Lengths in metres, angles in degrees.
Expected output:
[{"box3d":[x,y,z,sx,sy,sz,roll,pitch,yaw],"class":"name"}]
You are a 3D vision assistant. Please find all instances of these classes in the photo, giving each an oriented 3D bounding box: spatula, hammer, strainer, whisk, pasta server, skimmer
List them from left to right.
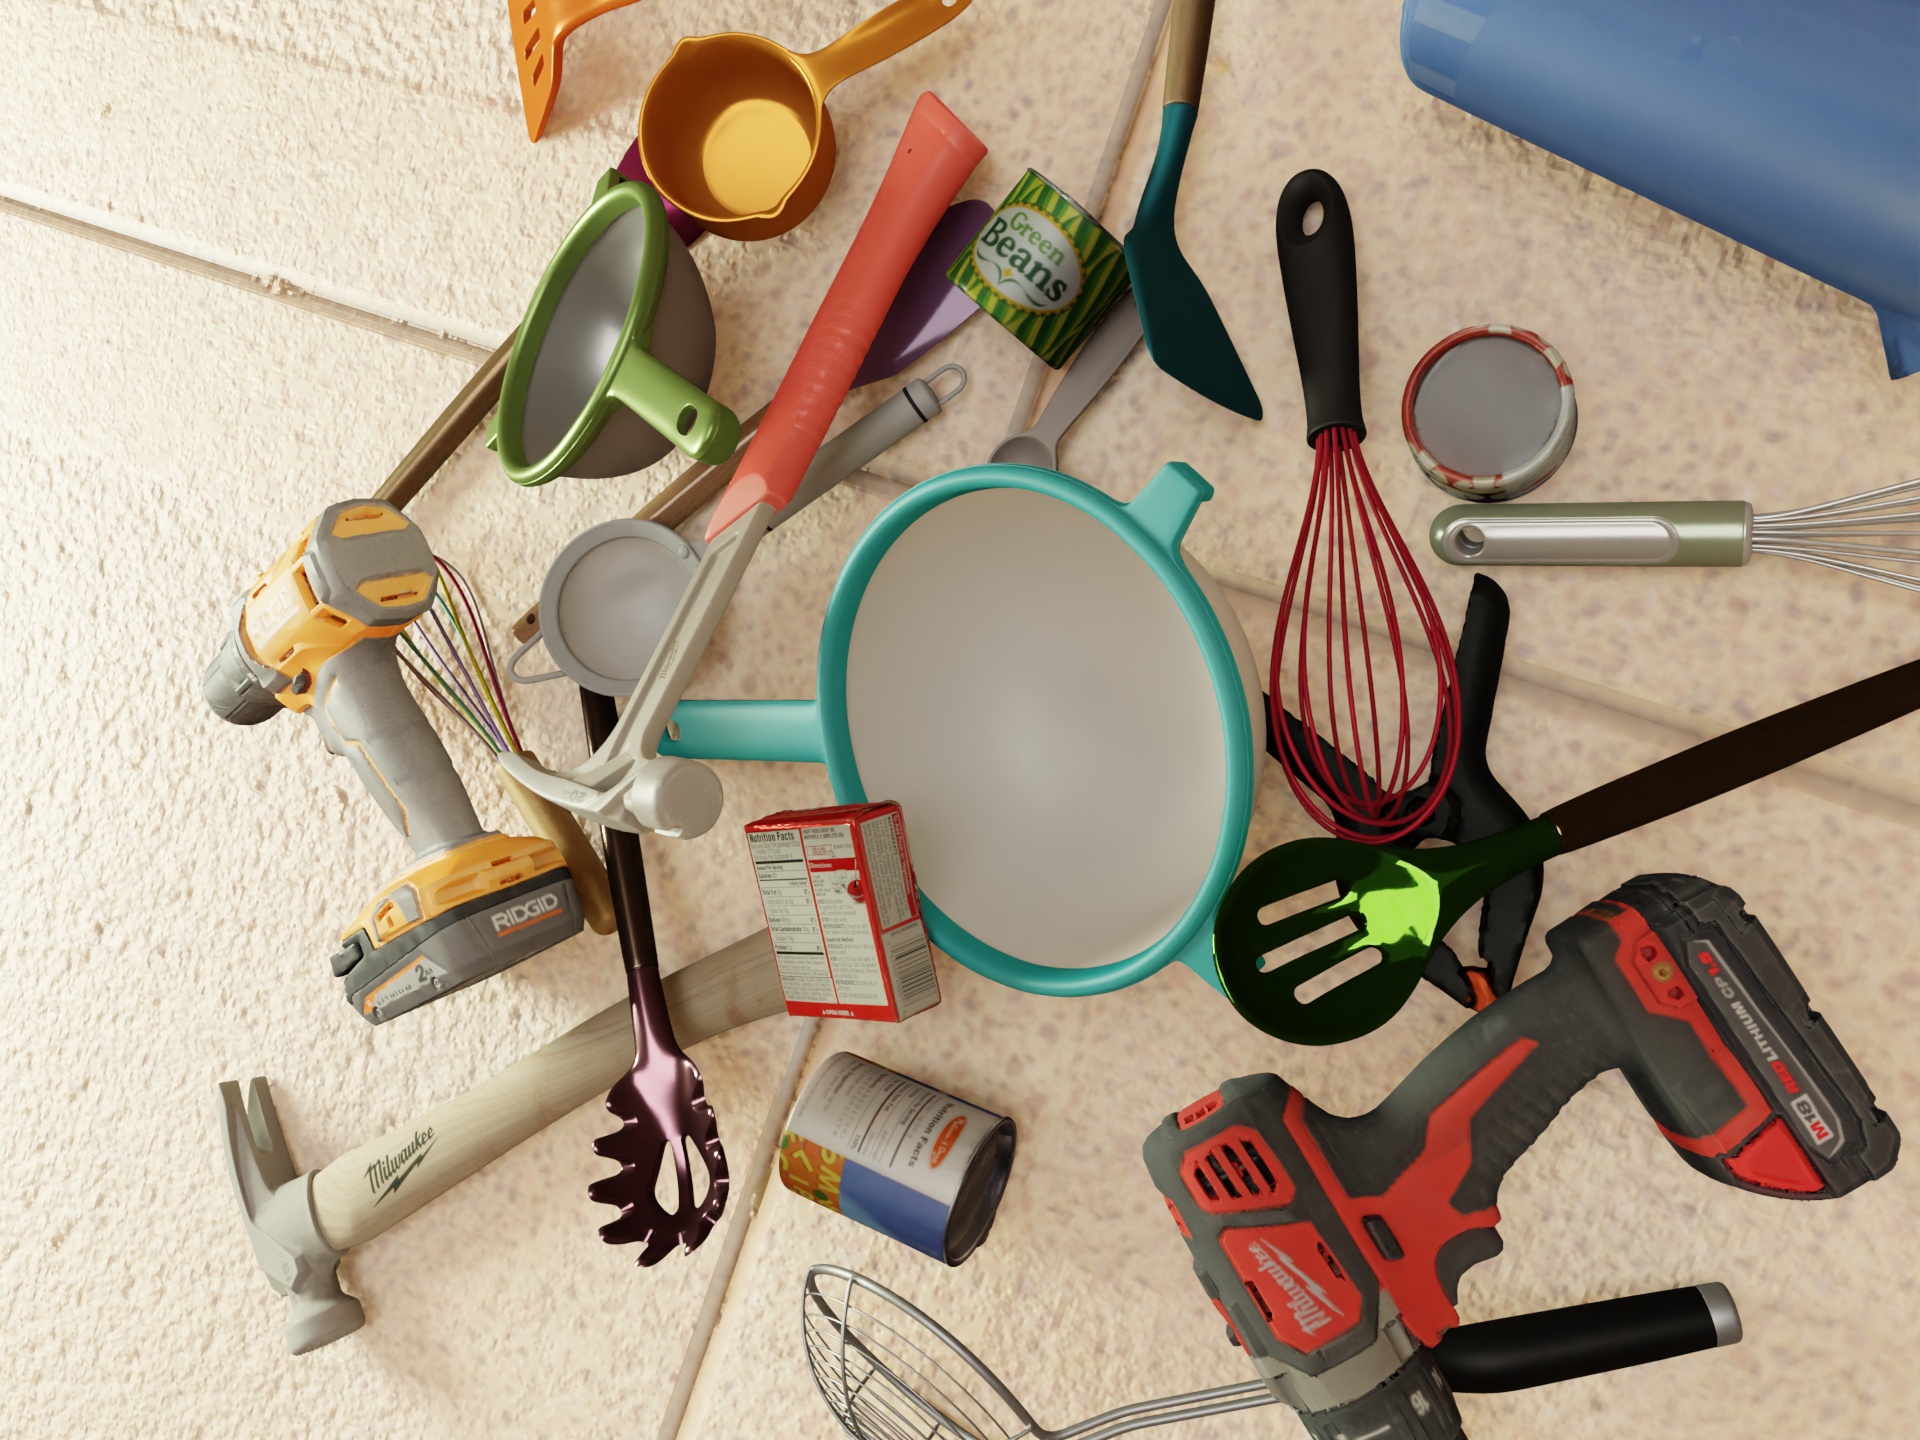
[{"box3d":[-0.235,0.002,0.800,0.047,0.051,0.245,-37,77,10],"class":"whisk"},{"box3d":[-0.198,0.166,0.778,0.410,0.038,0.146,-30,75,17],"class":"hammer"},{"box3d":[-0.154,0.088,0.733,0.060,0.040,0.316,-17,67,7],"class":"pasta server"},{"box3d":[-0.132,-0.151,0.714,0.257,0.069,0.151,41,106,52],"class":"strainer"},{"box3d":[-0.122,-0.341,0.719,0.323,0.041,0.081,-1,100,40],"class":"spatula"},{"box3d":[-0.103,-0.090,0.756,0.258,0.050,0.087,-33,81,11],"class":"strainer"},{"box3d":[-0.103,-0.137,0.769,0.316,0.018,0.060,-38,71,14],"class":"spatula"},{"box3d":[-0.084,-0.119,0.702,0.149,0.036,0.359,9,71,51],"class":"hammer"},{"box3d":[-0.001,-0.002,0.691,0.340,0.095,0.211,0,102,42],"class":"strainer"},{"box3d":[0.107,-0.287,0.681,0.044,0.082,0.317,1,82,44],"class":"spatula"},{"box3d":[0.111,0.242,0.639,0.363,0.127,0.090,-14,38,9],"class":"skimmer"},{"box3d":[0.149,-0.094,0.624,0.073,0.073,0.296,-9,68,21],"class":"whisk"},{"box3d":[0.301,-0.069,0.591,0.246,0.059,0.057,3,115,26],"class":"whisk"}]

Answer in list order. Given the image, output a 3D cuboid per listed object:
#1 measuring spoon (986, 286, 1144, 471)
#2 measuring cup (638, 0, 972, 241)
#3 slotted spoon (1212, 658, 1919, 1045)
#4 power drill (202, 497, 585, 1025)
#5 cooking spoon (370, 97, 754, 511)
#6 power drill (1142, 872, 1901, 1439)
[{"box3d":[0.056,-0.146,0.712,0.034,0.018,0.124,38,93,26],"class":"measuring spoon"},{"box3d":[-0.066,-0.293,0.750,0.173,0.052,0.095,-29,86,6],"class":"measuring cup"},{"box3d":[0.231,0.033,0.560,0.314,0.031,0.070,-22,79,-6],"class":"slotted spoon"},{"box3d":[-0.291,0.029,0.777,0.185,0.084,0.226,-27,86,40],"class":"power drill"},{"box3d":[-0.222,-0.198,0.820,0.319,0.017,0.069,-45,72,12],"class":"cooking spoon"},{"box3d":[0.201,0.177,0.559,0.226,0.080,0.188,-31,81,2],"class":"power drill"}]
